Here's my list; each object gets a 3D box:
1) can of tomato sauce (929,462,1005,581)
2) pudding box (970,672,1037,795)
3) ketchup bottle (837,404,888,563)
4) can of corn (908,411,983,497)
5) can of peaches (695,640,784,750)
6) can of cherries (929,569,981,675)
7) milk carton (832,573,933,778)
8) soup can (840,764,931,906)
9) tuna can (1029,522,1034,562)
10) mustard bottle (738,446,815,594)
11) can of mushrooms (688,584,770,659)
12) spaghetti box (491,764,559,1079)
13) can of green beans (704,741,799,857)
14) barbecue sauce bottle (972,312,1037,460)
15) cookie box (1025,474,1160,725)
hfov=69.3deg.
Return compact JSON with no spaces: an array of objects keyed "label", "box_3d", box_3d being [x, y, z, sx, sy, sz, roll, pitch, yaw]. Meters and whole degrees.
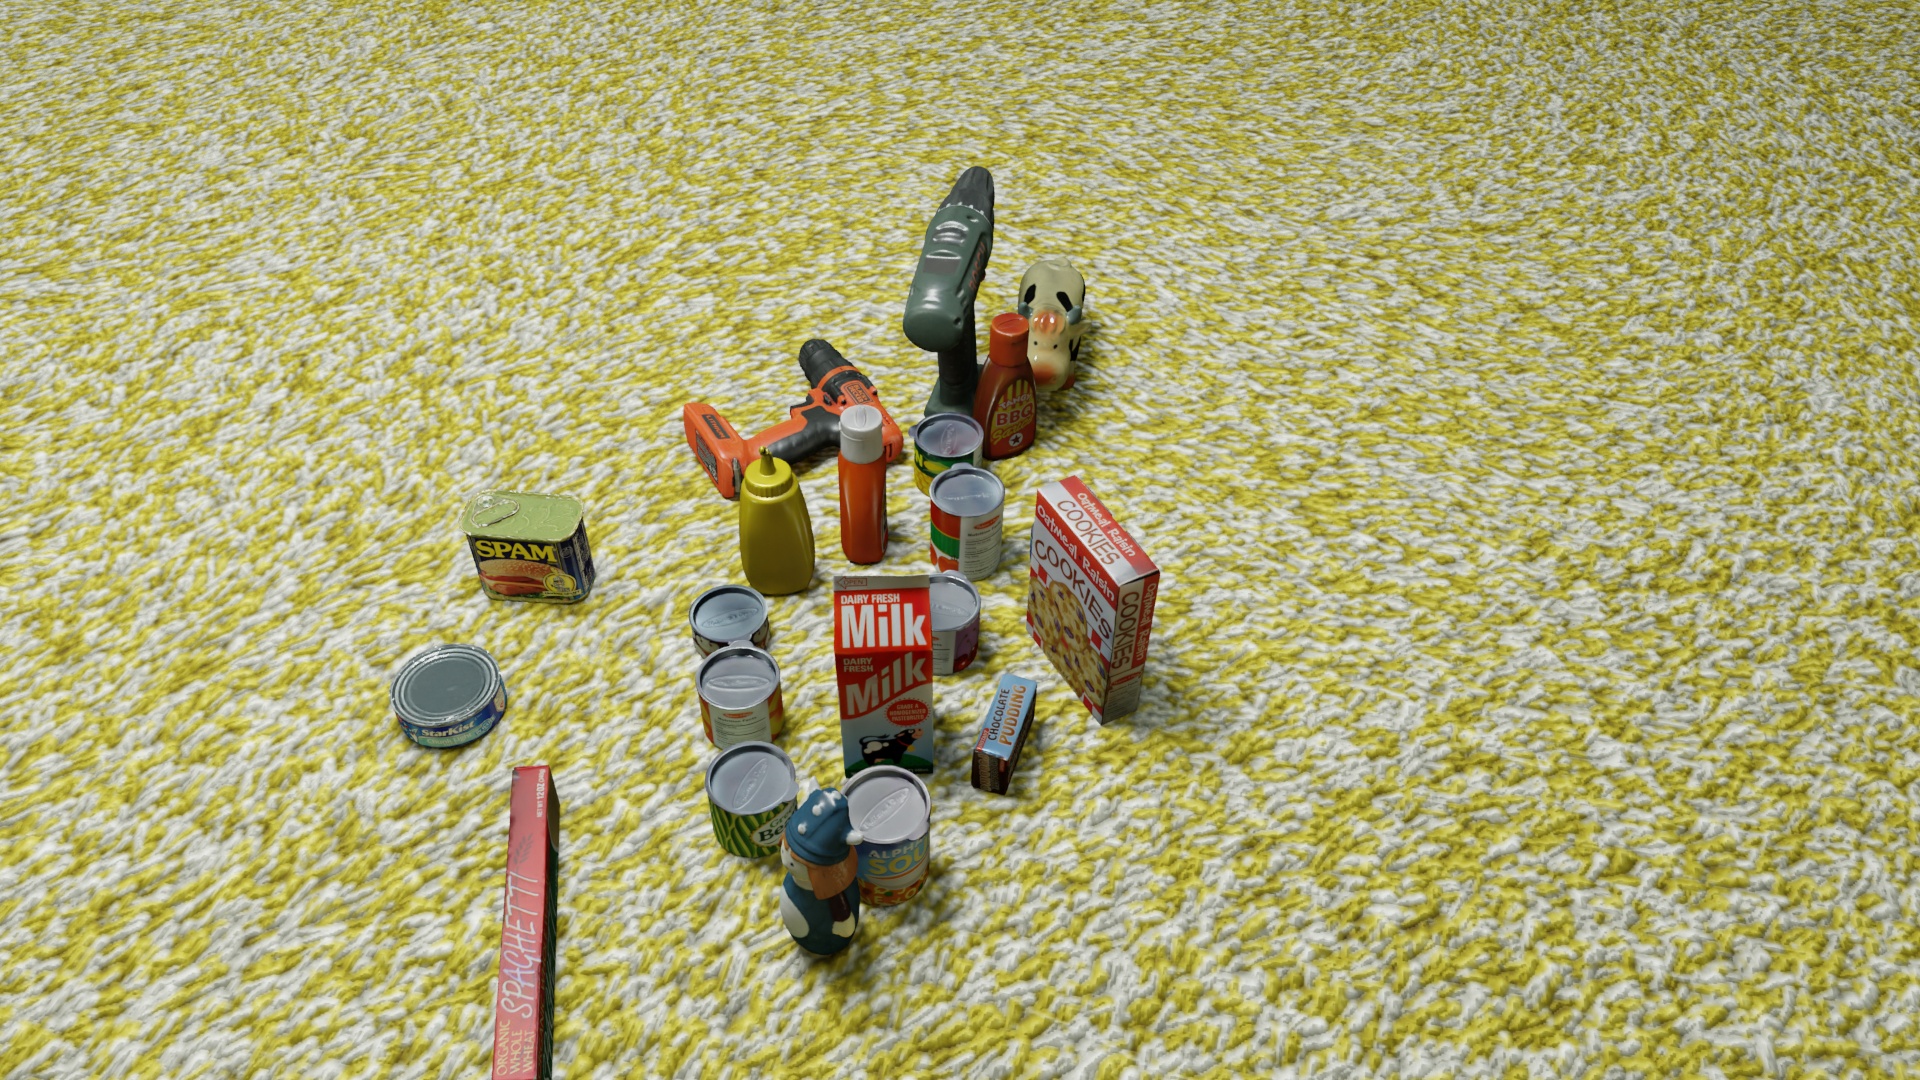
[{"label":"can of tomato sauce","box_3d":[0.004,-0.016,1.242,0.071,0.082,0.071,1,44,-1]},{"label":"pudding box","box_3d":[0.035,0.151,1.093,0.030,0.049,0.084,14,45,12]},{"label":"ketchup bottle","box_3d":[-0.087,-0.052,1.229,0.043,0.148,0.065,-2,44,-3]},{"label":"can of corn","box_3d":[-0.014,-0.080,1.326,0.071,0.058,0.071,1,44,-1]},{"label":"can of peaches","box_3d":[-0.175,0.125,1.107,0.071,0.057,0.071,1,44,-1]},{"label":"can of cherries","box_3d":[-0.015,0.069,1.171,0.071,0.058,0.072,1,44,-1]},{"label":"milk carton","box_3d":[-0.058,0.093,1.050,0.072,0.189,0.074,-2,44,-4]},{"label":"soup can","box_3d":[-0.053,0.215,0.999,0.071,0.083,0.072,1,44,-1]},{"label":"tuna can","box_3d":[0.095,0.003,1.261,0.071,0.032,0.071,1,44,-1]},{"label":"mustard bottle","box_3d":[-0.159,-0.022,1.188,0.065,0.159,0.049,-4,44,-5]},{"label":"can of mushrooms","box_3d":[-0.195,0.073,1.178,0.071,0.033,0.071,1,44,-1]},{"label":"spaghetti box","box_3d":[-0.298,0.269,0.958,0.029,0.049,0.251,-6,44,-8]},{"label":"can of green beans","box_3d":[-0.155,0.194,1.037,0.071,0.057,0.071,1,44,-1]},{"label":"barbecue sauce bottle","box_3d":[0.044,-0.148,1.334,0.065,0.147,0.044,-22,49,-22]},{"label":"cookie box","box_3d":[0.103,0.048,1.118,0.040,0.166,0.123,-20,48,-21]}]
